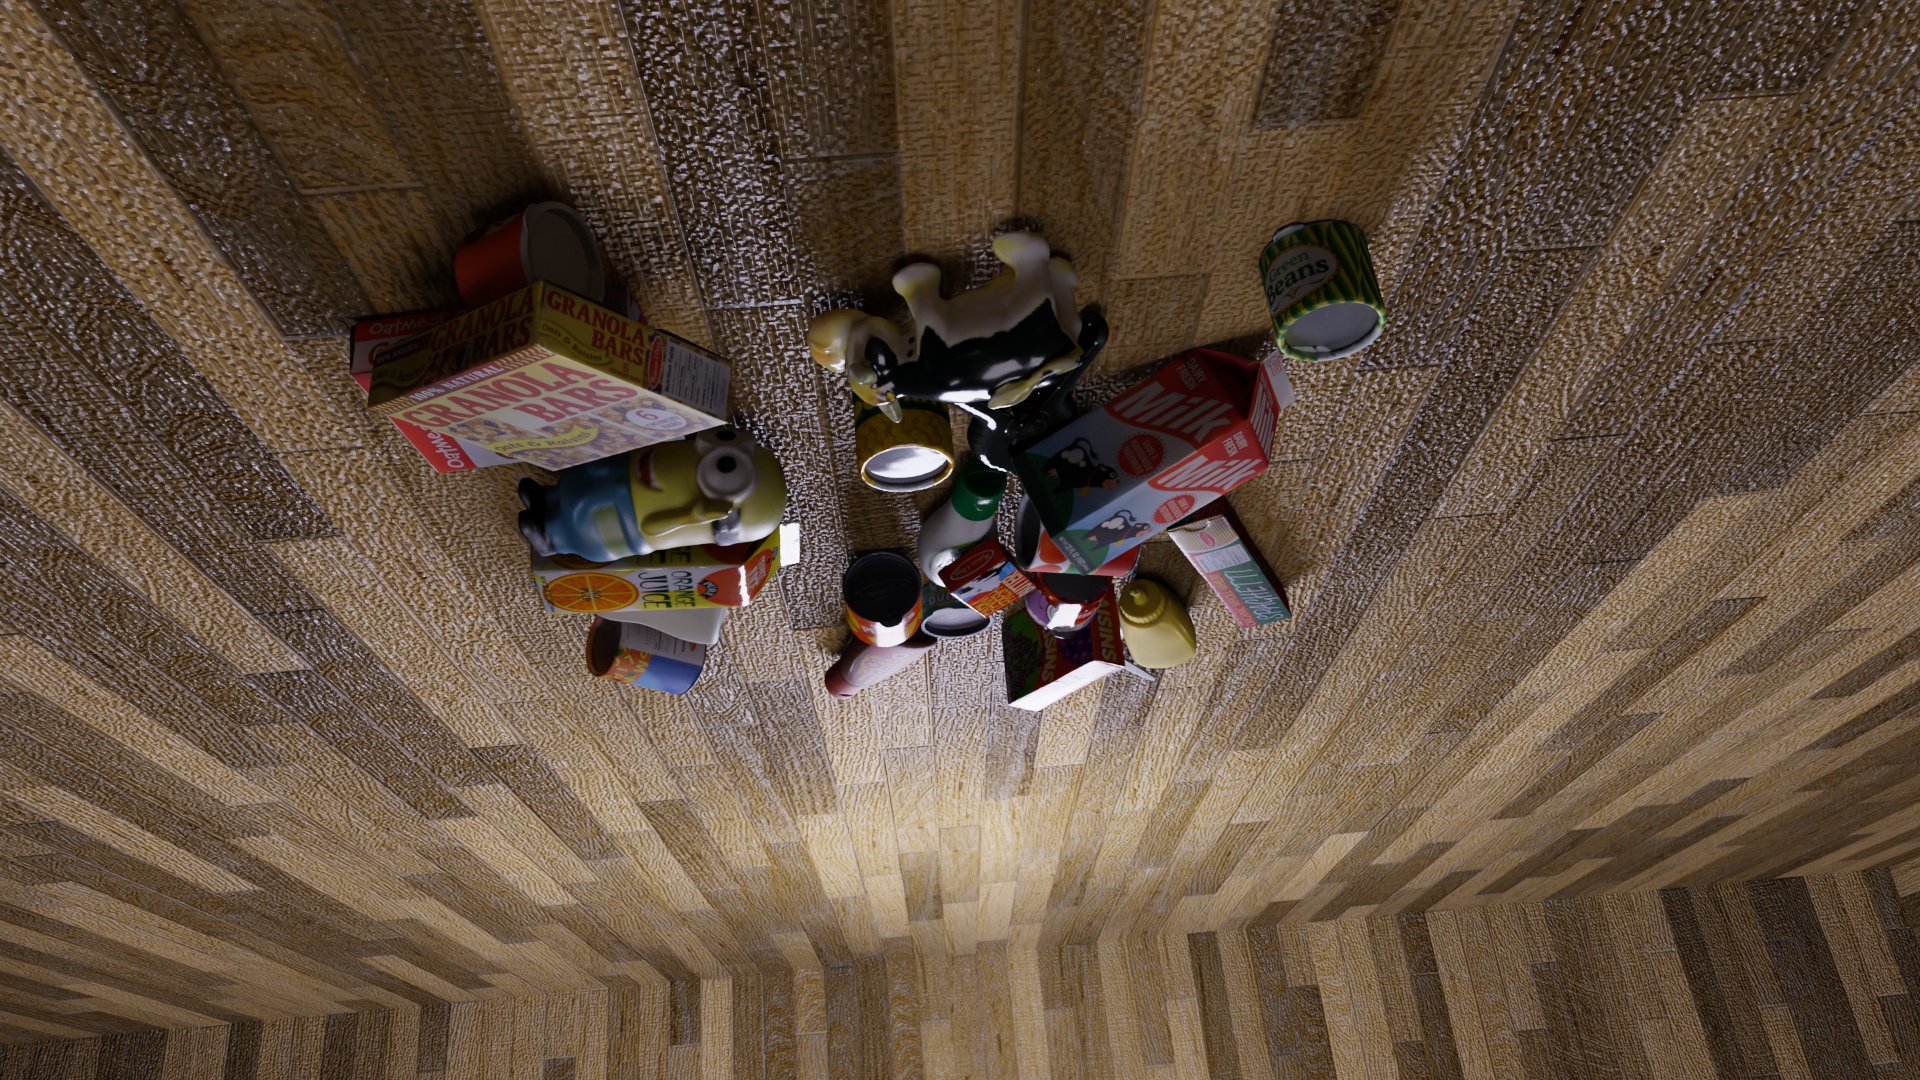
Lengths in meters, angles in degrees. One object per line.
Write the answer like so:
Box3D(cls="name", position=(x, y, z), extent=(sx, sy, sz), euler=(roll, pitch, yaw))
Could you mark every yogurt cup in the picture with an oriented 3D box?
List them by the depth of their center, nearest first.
Box3D(cls="yogurt cup", position=(-0.234, -0.145, 0.752), extent=(0.054, 0.072, 0.072), euler=(-7, 154, 21))

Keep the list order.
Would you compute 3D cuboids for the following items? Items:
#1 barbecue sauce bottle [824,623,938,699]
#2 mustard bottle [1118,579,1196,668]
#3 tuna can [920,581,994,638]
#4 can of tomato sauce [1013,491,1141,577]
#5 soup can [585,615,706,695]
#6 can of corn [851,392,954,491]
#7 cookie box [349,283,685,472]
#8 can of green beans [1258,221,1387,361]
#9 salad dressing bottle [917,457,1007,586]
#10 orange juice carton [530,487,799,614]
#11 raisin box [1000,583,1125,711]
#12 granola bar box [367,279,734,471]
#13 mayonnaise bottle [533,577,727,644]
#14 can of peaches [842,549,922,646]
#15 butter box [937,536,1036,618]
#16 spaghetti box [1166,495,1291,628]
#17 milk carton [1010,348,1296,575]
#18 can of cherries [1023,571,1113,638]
Box3D(cls="barbecue sauce bottle", position=(-0.081, 0.108, 1.306), extent=(0.065, 0.044, 0.148), euler=(9, 150, -29))
Box3D(cls="mustard bottle", position=(0.177, 0.071, 1.281), extent=(0.065, 0.049, 0.159), euler=(-15, 151, 12))
Box3D(cls="tuna can", position=(-0.005, 0.059, 1.236), extent=(0.071, 0.033, 0.070), euler=(-5, 153, -2))
Box3D(cls="can of tomato sauce", position=(0.092, -0.008, 1.088), extent=(0.083, 0.071, 0.071), euler=(4, 152, -17))
Box3D(cls="soup can", position=(-0.277, 0.097, 1.218), extent=(0.084, 0.071, 0.071), euler=(19, 144, -39))
Box3D(cls="can of corn", position=(-0.039, -0.074, 0.936), extent=(0.071, 0.058, 0.071), euler=(-5, 153, -2))
Box3D(cls="cookie box", position=(-0.270, -0.098, 0.864), extent=(0.167, 0.040, 0.122), euler=(-8, 153, 2))
Box3D(cls="can of green beans", position=(0.218, -0.149, 0.839), extent=(0.071, 0.058, 0.071), euler=(-5, 153, -2))
Box3D(cls="salad dressing bottle", position=(0.004, -0.014, 1.081), extent=(0.064, 0.044, 0.147), euler=(-6, 154, -14))
Box3D(cls="orange juice carton", position=(-0.217, 0.005, 1.041), extent=(0.193, 0.073, 0.071), euler=(-2, 152, -9))
Box3D(cls="raisin box", position=(0.092, 0.095, 1.270), extent=(0.040, 0.086, 0.123), euler=(16, 146, -33))
Box3D(cls="granola bar box", position=(-0.225, -0.086, 0.763), extent=(0.165, 0.039, 0.124), euler=(-9, 160, 39))
Box3D(cls="mayonnaise bottle", position=(-0.258, 0.037, 1.095), extent=(0.148, 0.041, 0.064), euler=(14, 120, -3))
Box3D(cls="can of peaches", position=(-0.064, 0.051, 1.167), extent=(0.071, 0.071, 0.057), euler=(-4, 154, -3))
Box3D(cls="butter box", position=(0.023, 0.031, 1.108), extent=(0.053, 0.024, 0.103), euler=(-32, 159, 7))
Box3D(cls="spaghetti box", position=(0.238, 0.021, 1.216), extent=(0.050, 0.029, 0.249), euler=(-16, 152, 20))
Box3D(cls="milk carton", position=(0.140, -0.063, 0.950), extent=(0.190, 0.074, 0.072), euler=(-30, 148, 8))
Box3D(cls="can of cherries", position=(0.092, 0.039, 1.173), extent=(0.071, 0.072, 0.058), euler=(0, 152, -11))
